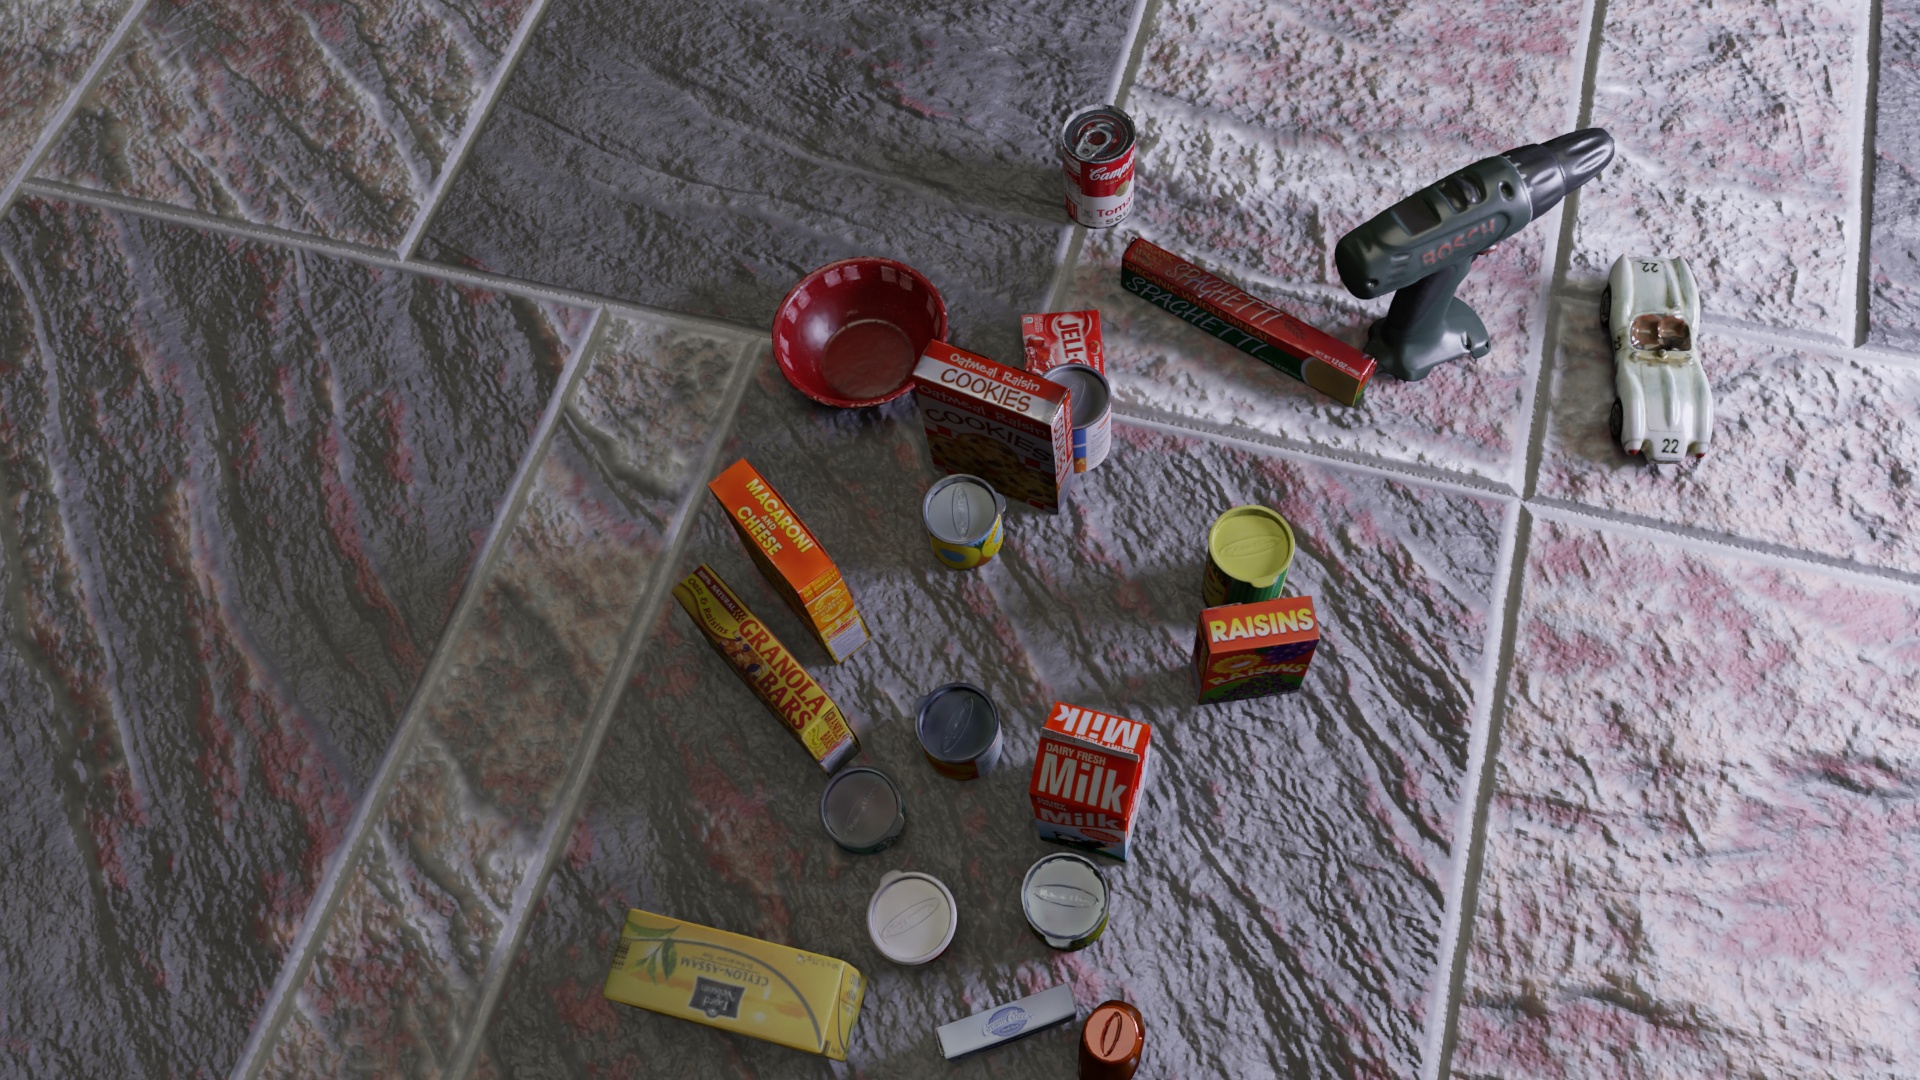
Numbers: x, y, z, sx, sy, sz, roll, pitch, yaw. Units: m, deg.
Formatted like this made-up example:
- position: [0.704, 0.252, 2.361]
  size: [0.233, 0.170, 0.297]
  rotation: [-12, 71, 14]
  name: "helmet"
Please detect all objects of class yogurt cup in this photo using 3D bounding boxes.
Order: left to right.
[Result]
- position: [-0.035, 0.290, 1.055]
  size: [0.072, 0.053, 0.072]
  rotation: [-2, 65, 5]
  name: "yogurt cup"

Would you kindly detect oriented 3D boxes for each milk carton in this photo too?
- position: [0.096, 0.175, 1.021]
  size: [0.072, 0.189, 0.074]
  rotation: [14, 68, 12]
  name: "milk carton"

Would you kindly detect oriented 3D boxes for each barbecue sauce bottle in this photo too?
- position: [0.105, 0.349, 0.962]
  size: [0.044, 0.148, 0.065]
  rotation: [18, 69, 13]
  name: "barbecue sauce bottle"

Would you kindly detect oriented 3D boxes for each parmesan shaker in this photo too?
- position: [0.231, 0.025, 1.125]
  size: [0.071, 0.102, 0.071]
  rotation: [-2, 65, 5]
  name: "parmesan shaker"

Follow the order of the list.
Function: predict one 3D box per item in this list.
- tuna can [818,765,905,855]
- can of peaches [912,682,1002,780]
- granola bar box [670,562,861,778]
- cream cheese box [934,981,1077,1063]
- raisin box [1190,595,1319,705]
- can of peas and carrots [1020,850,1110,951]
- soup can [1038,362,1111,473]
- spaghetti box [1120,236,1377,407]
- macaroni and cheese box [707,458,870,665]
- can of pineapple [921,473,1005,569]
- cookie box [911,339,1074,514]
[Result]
- position: [-0.075, 0.216, 1.105]
  size: [0.071, 0.032, 0.071]
  rotation: [-2, 65, 5]
  name: "tuna can"
- position: [-0.002, 0.153, 1.113]
  size: [0.071, 0.058, 0.071]
  rotation: [-2, 65, 5]
  name: "can of peaches"
- position: [-0.154, 0.105, 1.114]
  size: [0.039, 0.123, 0.166]
  rotation: [-41, 68, -12]
  name: "granola bar box"
- position: [0.035, 0.354, 1.019]
  size: [0.104, 0.053, 0.024]
  rotation: [-18, 65, -3]
  name: "cream cheese box"
- position: [0.228, 0.087, 1.085]
  size: [0.086, 0.123, 0.040]
  rotation: [-8, 65, 2]
  name: "raisin box"
- position: [0.080, 0.276, 1.048]
  size: [0.071, 0.058, 0.071]
  rotation: [-2, 65, 5]
  name: "can of peas and carrots"
- position: [0.096, -0.107, 1.210]
  size: [0.071, 0.083, 0.071]
  rotation: [-2, 65, 5]
  name: "soup can"
- position: [0.254, -0.199, 1.255]
  size: [0.250, 0.050, 0.029]
  rotation: [32, 72, 18]
  name: "spaghetti box"
- position: [-0.136, 0.019, 1.129]
  size: [0.040, 0.165, 0.124]
  rotation: [-38, 67, -11]
  name: "macaroni and cheese box"
- position: [0.004, -0.015, 1.191]
  size: [0.071, 0.057, 0.071]
  rotation: [-2, 65, 5]
  name: "can of pineapple"
- position: [0.031, -0.093, 1.164]
  size: [0.123, 0.166, 0.040]
  rotation: [21, 70, 15]
  name: "cookie box"
